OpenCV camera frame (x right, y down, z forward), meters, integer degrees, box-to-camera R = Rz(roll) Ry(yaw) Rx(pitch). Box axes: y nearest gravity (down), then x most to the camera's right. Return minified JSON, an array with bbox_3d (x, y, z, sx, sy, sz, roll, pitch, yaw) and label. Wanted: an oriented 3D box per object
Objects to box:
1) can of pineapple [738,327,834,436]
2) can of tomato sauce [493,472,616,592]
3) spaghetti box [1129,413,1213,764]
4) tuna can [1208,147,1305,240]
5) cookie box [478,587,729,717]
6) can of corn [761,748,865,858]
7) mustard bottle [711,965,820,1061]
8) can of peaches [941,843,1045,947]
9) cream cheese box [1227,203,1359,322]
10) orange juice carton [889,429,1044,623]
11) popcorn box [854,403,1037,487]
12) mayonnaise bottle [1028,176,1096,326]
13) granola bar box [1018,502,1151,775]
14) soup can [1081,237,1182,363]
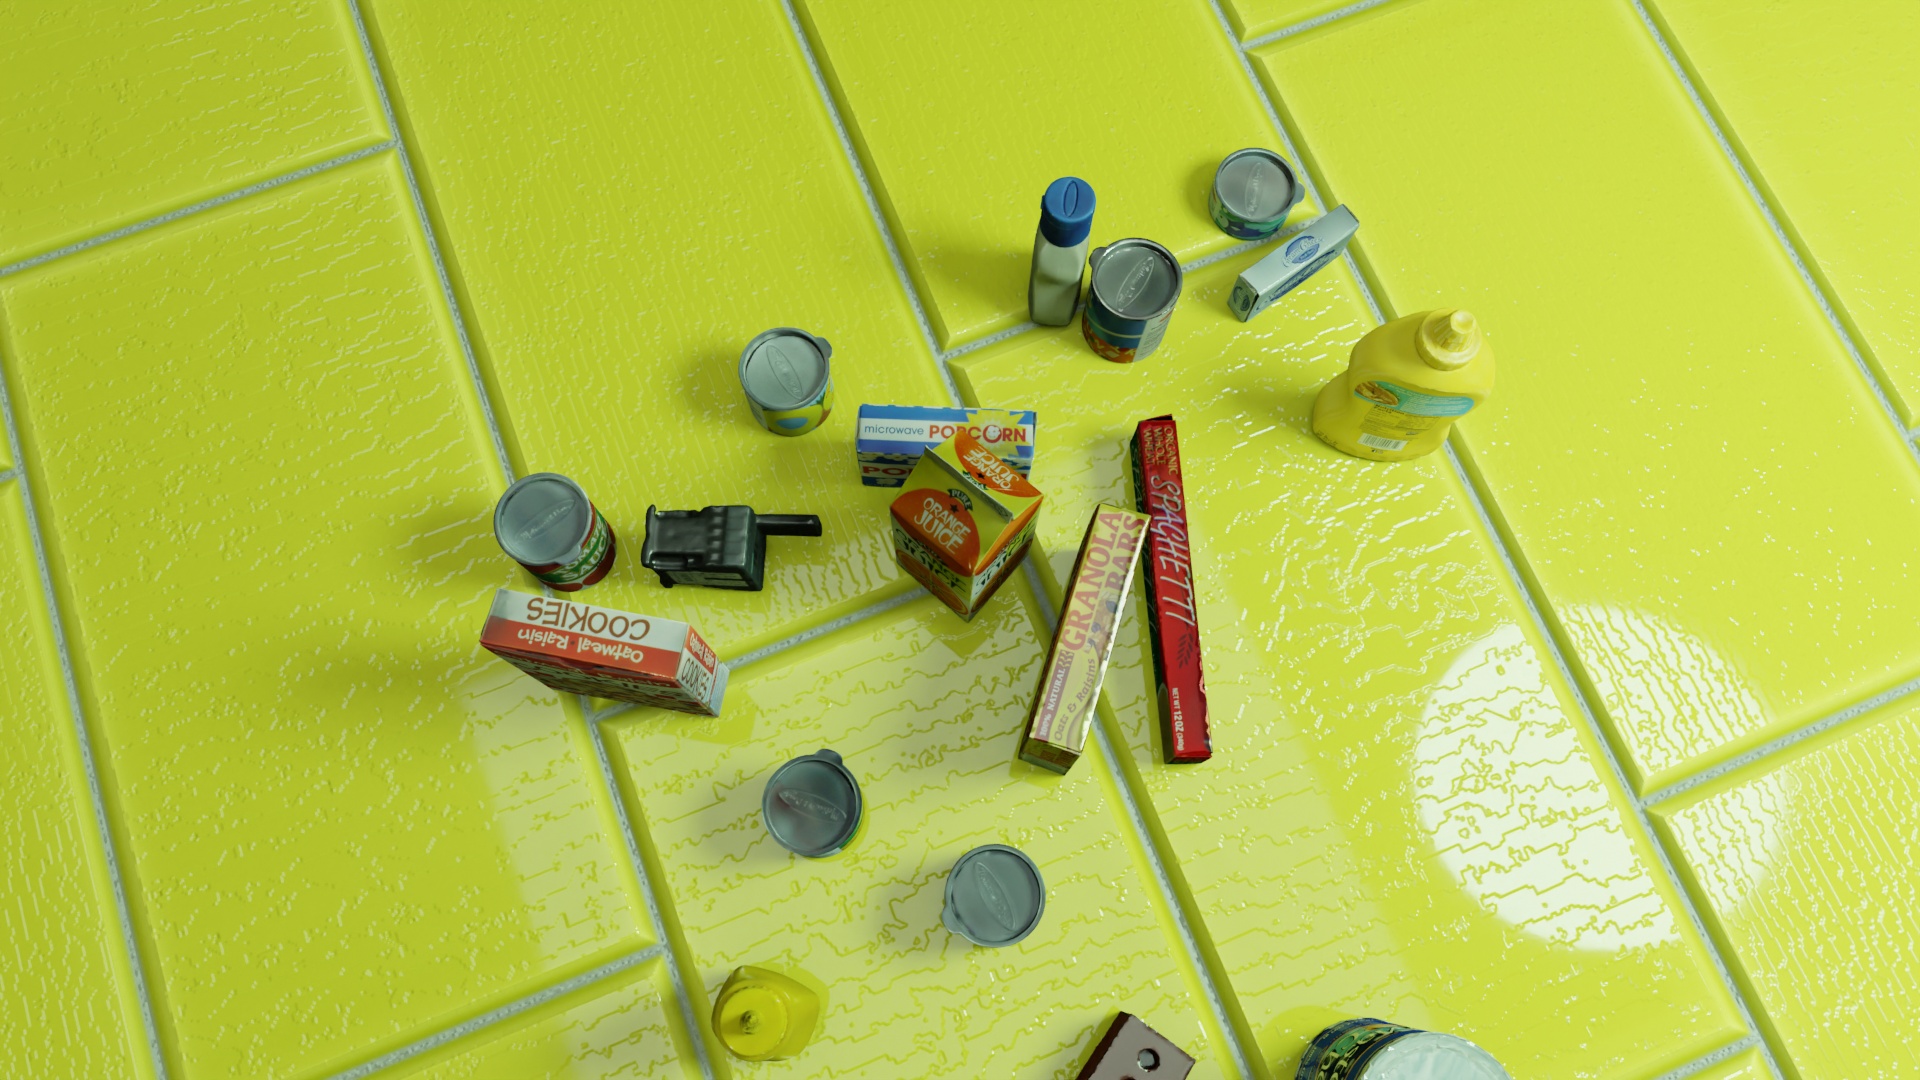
[{"bbox_3d":[-0.126,-0.117,1.032,0.071,0.057,0.071,0,74,-1],"label":"can of pineapple"},{"bbox_3d":[-0.283,-0.003,0.983,0.071,0.083,0.071,0,74,-1],"label":"can of tomato sauce"},{"bbox_3d":[0.150,0.034,0.998,0.029,0.050,0.250,-3,74,-2],"label":"spaghetti box"},{"bbox_3d":[0.233,-0.273,1.097,0.071,0.032,0.071,0,74,-1],"label":"tuna can"},{"bbox_3d":[-0.228,0.079,0.917,0.123,0.167,0.040,10,75,2],"label":"cookie box"},{"bbox_3d":[-0.098,0.180,0.947,0.071,0.058,0.071,0,74,-1],"label":"can of corn"},{"bbox_3d":[-0.125,0.295,0.860,0.065,0.160,0.049,20,75,4],"label":"mustard bottle"},{"bbox_3d":[0.020,0.240,0.932,0.071,0.058,0.071,0,74,-1],"label":"can of peaches"},{"bbox_3d":[0.255,-0.212,1.069,0.104,0.053,0.024,-35,78,-10],"label":"cream cheese box"},{"bbox_3d":[0.003,-0.012,0.934,0.072,0.192,0.073,40,78,9],"label":"orange juice carton"},{"bbox_3d":[-0.011,-0.066,1.005,0.127,0.085,0.038,2,74,0],"label":"popcorn box"},{"bbox_3d":[0.074,-0.213,1.016,0.041,0.147,0.065,8,75,1],"label":"mayonnaise bottle"},{"bbox_3d":[0.082,0.070,0.948,0.039,0.124,0.166,17,75,4],"label":"granola bar box"},{"bbox_3d":[0.125,-0.180,1.041,0.071,0.083,0.071,0,74,-1],"label":"soup can"}]
